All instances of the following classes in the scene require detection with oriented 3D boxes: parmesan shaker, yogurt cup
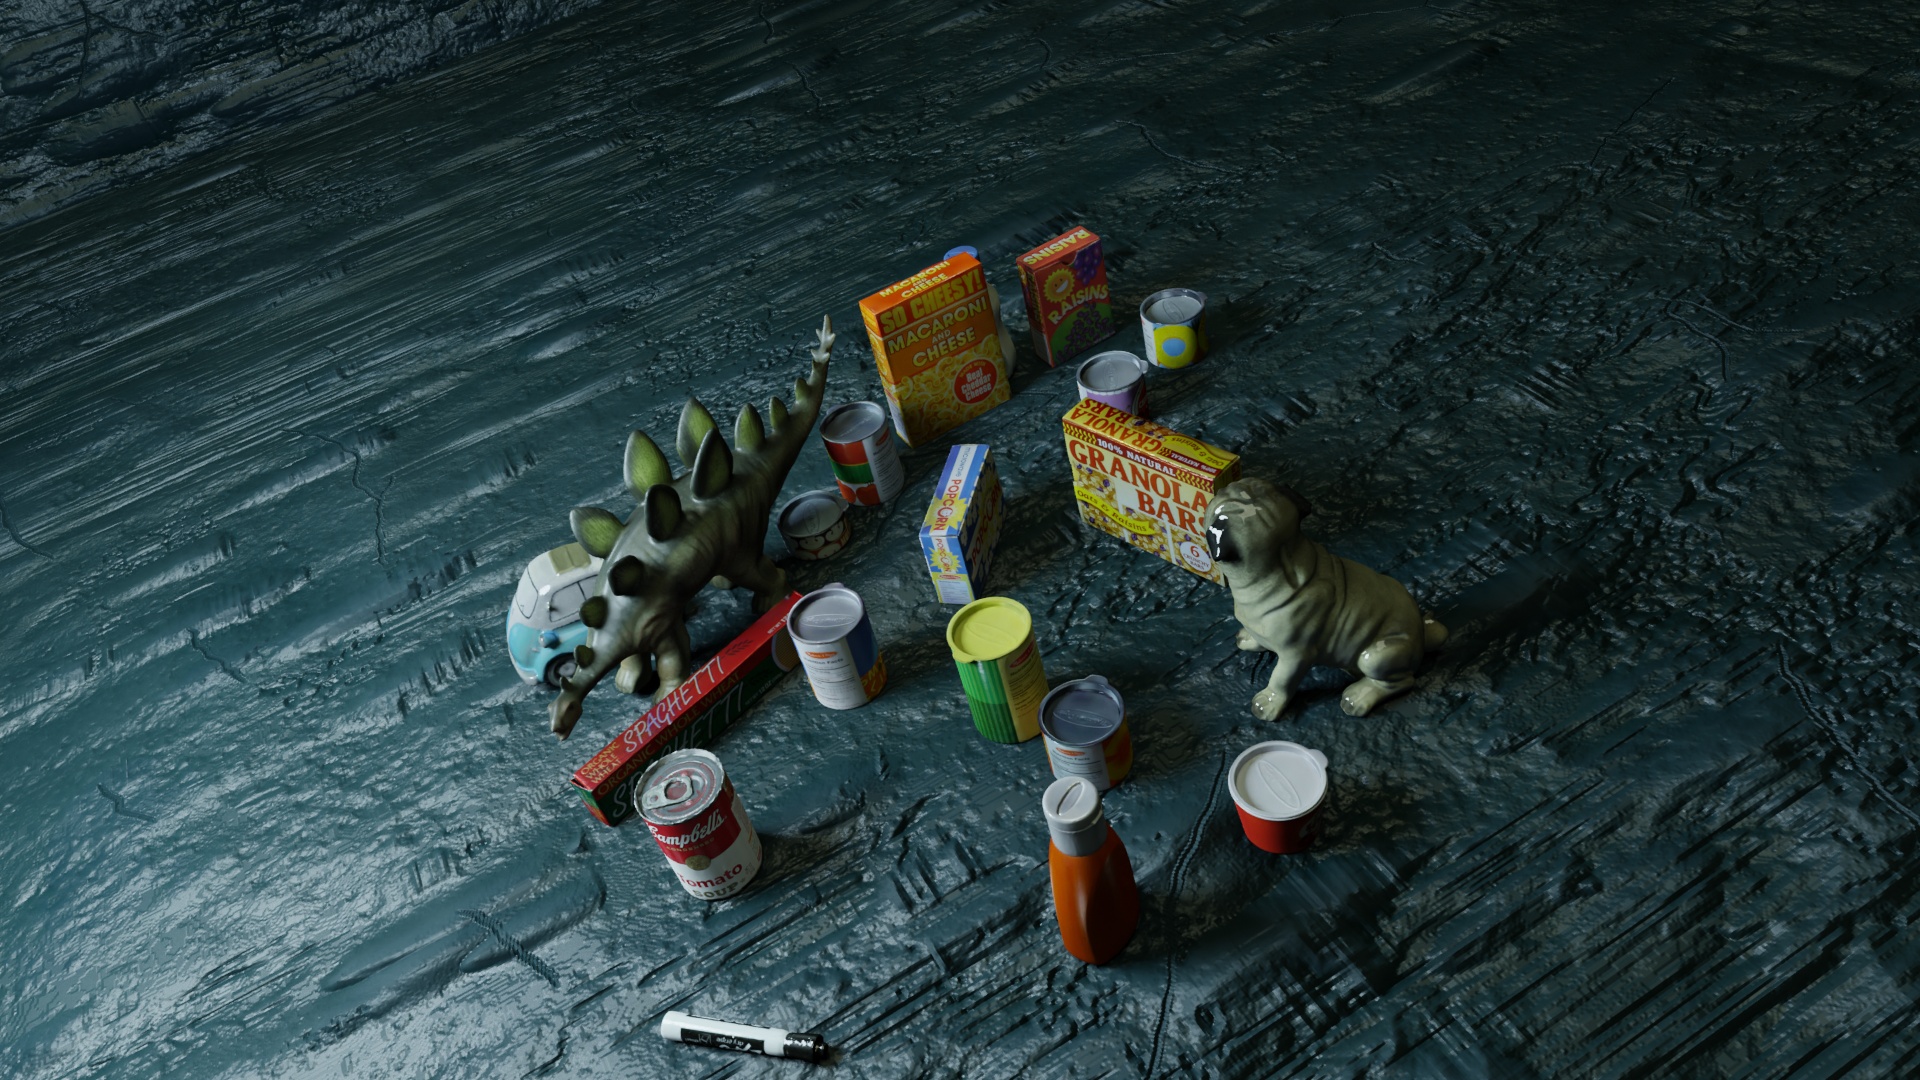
[{"bbox_3d":[0.030,0.105,1.094,0.071,0.102,0.072,-9,41,8],"label":"parmesan shaker"},{"bbox_3d":[0.226,0.184,0.983,0.072,0.053,0.073,-9,41,8],"label":"yogurt cup"}]

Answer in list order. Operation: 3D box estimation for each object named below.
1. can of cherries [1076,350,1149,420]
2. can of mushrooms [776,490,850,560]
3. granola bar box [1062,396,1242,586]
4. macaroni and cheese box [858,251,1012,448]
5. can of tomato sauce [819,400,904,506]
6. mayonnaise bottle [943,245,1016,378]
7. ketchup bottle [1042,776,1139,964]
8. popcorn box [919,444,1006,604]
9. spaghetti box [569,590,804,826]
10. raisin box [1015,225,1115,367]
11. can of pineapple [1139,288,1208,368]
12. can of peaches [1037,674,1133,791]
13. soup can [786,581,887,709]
[{"bbox_3d":[0.154,-0.145,1.373,0.071,0.058,0.072,-9,41,8],"label":"can of cherries"},{"bbox_3d":[-0.138,-0.015,1.334,0.071,0.033,0.071,-9,41,8],"label":"can of mushrooms"},{"bbox_3d":[0.168,-0.043,1.203,0.166,0.123,0.039,27,56,38],"label":"granola bar box"},{"bbox_3d":[-0.023,-0.191,1.396,0.124,0.165,0.040,-28,42,-15],"label":"macaroni and cheese box"},{"bbox_3d":[-0.097,-0.086,1.364,0.071,0.082,0.071,-9,41,8],"label":"can of tomato sauce"},{"bbox_3d":[0.016,-0.235,1.449,0.065,0.147,0.041,4,44,21],"label":"mayonnaise bottle"},{"bbox_3d":[0.085,0.215,0.918,0.043,0.148,0.065,17,50,32],"label":"ketchup bottle"},{"bbox_3d":[0.004,-0.016,1.252,0.038,0.084,0.127,1,43,18],"label":"popcorn box"},{"bbox_3d":[-0.216,0.139,1.172,0.029,0.050,0.251,25,54,37],"label":"spaghetti box"},{"bbox_3d":[0.112,-0.256,1.462,0.086,0.122,0.040,-29,42,-15],"label":"raisin box"},{"bbox_3d":[0.224,-0.219,1.437,0.071,0.057,0.071,-9,41,8],"label":"can of pineapple"},{"bbox_3d":[0.097,0.148,1.060,0.071,0.057,0.071,-9,41,8],"label":"can of peaches"},{"bbox_3d":[-0.102,0.089,1.168,0.071,0.083,0.072,-9,41,8],"label":"soup can"}]
